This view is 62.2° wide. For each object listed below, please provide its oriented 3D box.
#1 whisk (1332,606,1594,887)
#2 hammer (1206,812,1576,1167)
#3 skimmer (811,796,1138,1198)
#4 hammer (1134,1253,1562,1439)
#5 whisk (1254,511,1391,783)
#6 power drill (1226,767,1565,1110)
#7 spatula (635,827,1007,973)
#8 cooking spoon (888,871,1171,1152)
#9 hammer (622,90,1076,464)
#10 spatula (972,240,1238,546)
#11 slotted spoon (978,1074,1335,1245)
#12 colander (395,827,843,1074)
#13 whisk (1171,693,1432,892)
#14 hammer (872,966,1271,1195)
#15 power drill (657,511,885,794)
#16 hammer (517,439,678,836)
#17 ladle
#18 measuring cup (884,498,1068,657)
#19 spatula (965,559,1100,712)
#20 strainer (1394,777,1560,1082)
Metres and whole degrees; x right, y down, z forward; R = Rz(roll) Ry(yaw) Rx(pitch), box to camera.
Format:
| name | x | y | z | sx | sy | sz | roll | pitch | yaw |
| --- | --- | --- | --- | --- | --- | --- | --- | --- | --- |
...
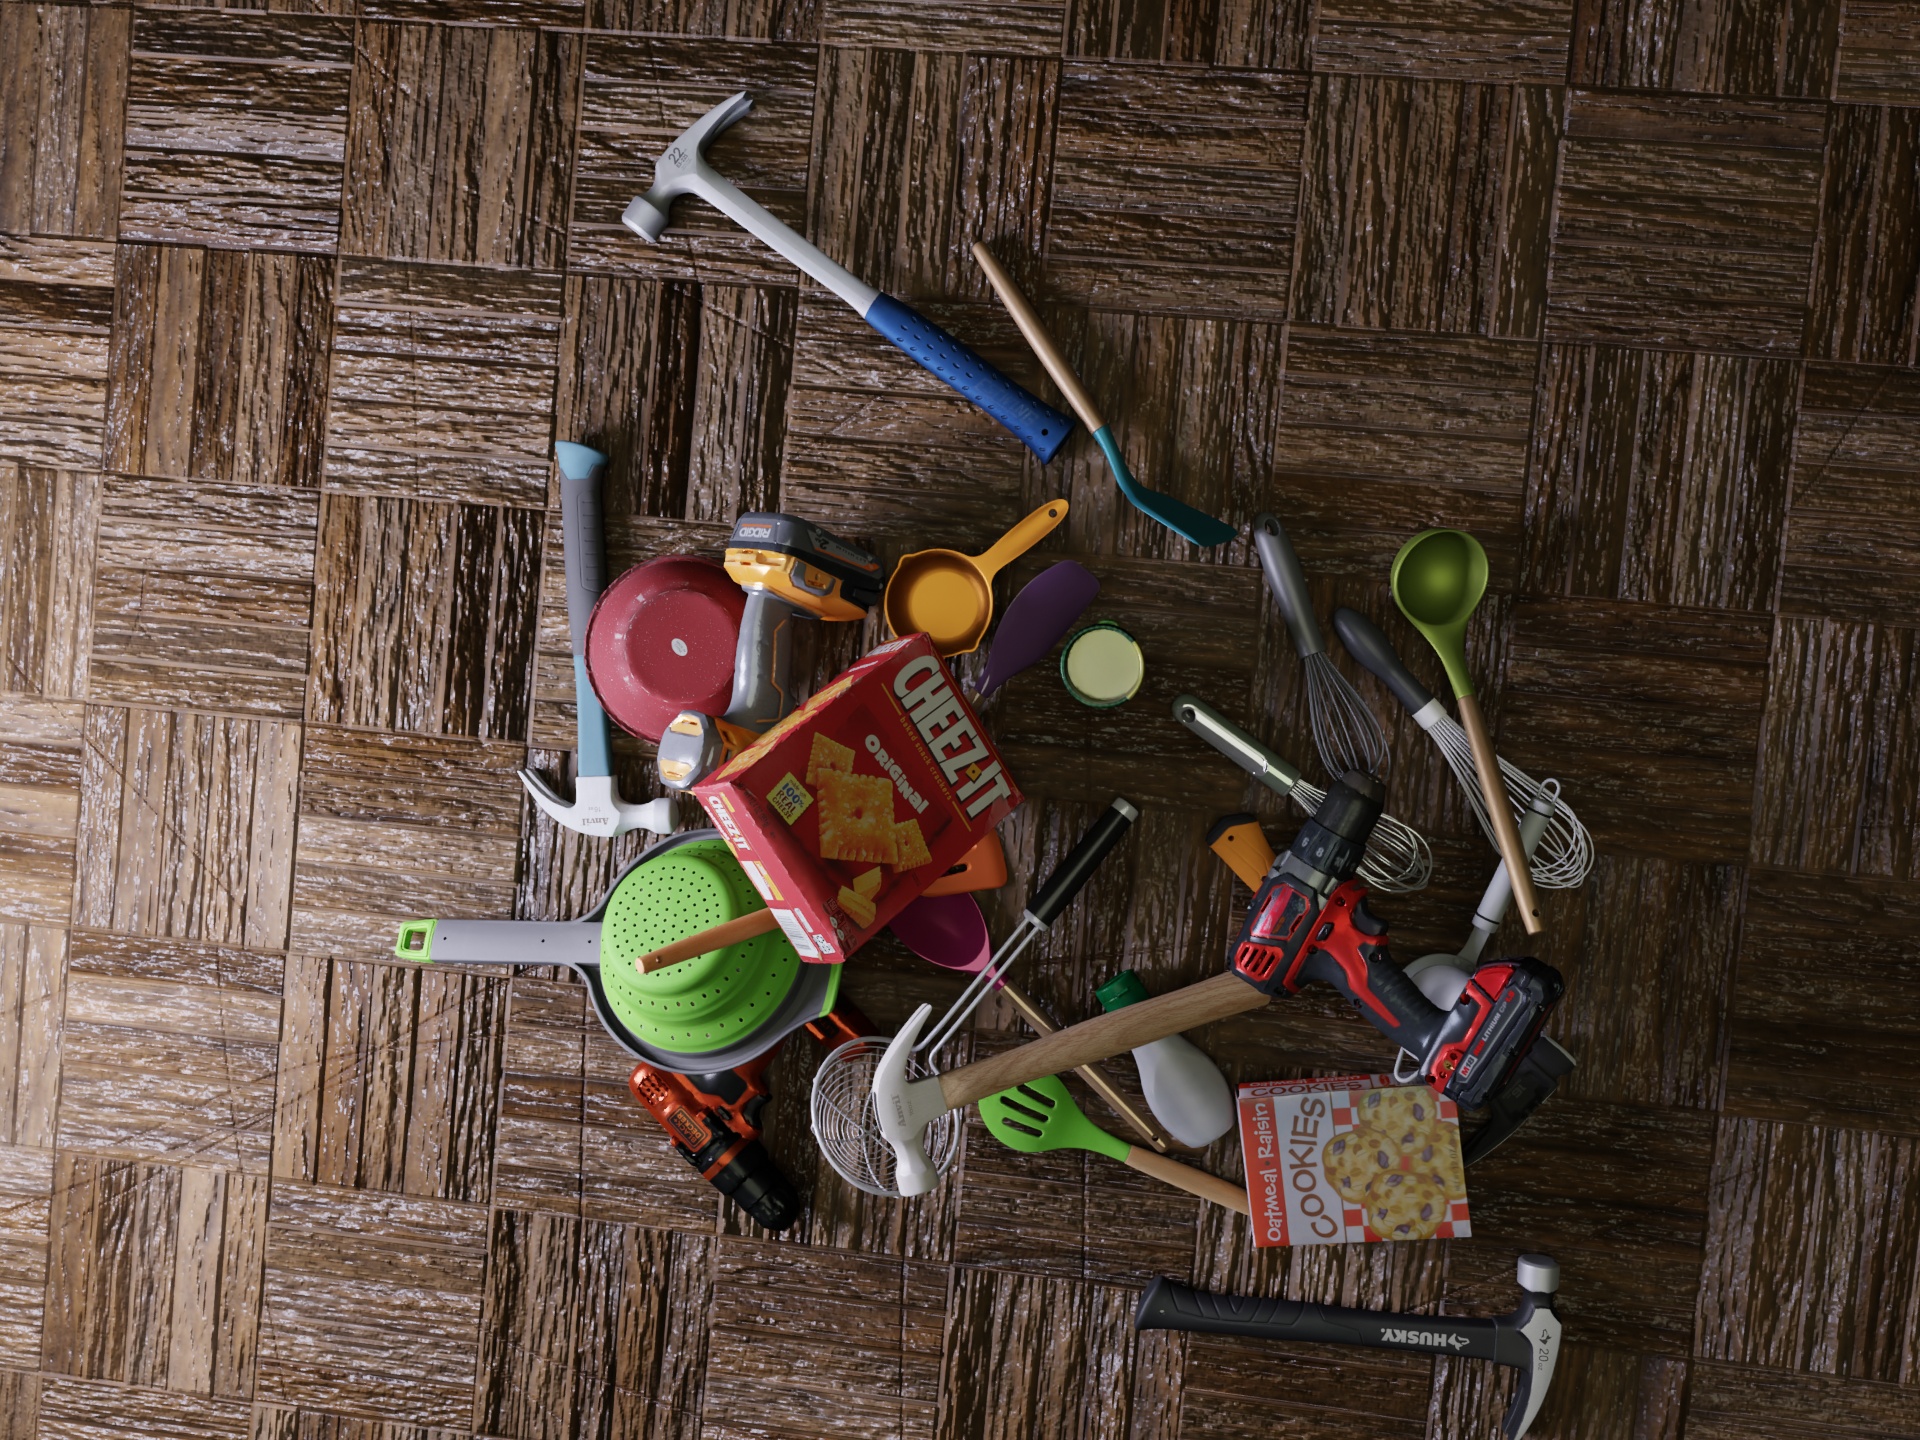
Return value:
| name | x | y | z | sx | sy | sz | roll | pitch | yaw |
| --- | --- | --- | --- | --- | --- | --- | --- | --- | --- |
| whisk | 0.391 | 0.020 | 1.254 | 0.070 | 0.070 | 0.285 | -41 | 83 | 5 |
| hammer | 0.325 | 0.204 | 1.276 | 0.337 | 0.034 | 0.127 | 43 | 94 | 3 |
| skimmer | 0.025 | 0.207 | 1.252 | 0.127 | 0.090 | 0.363 | 40 | 86 | -1 |
| hammer | 0.309 | 0.495 | 1.286 | 0.335 | 0.035 | 0.146 | 3 | 91 | 6 |
| whisk | 0.284 | -0.055 | 1.266 | 0.055 | 0.055 | 0.239 | -20 | 85 | 6 |
| power drill | 0.331 | 0.161 | 1.189 | 0.227 | 0.080 | 0.188 | 32 | 101 | 27 |
| spatula | -0.103 | 0.138 | 1.236 | 0.322 | 0.041 | 0.081 | -17 | 88 | -37 |
| cooking spoon | 0.054 | 0.235 | 1.303 | 0.319 | 0.017 | 0.069 | 45 | 87 | 7 |
| hammer | -0.076 | -0.349 | 1.295 | 0.405 | 0.035 | 0.144 | 37 | 95 | 3 |
| spatula | 0.107 | -0.261 | 1.275 | 0.044 | 0.082 | 0.317 | -37 | 83 | 33 |
| slotted spoon | 0.162 | 0.362 | 1.301 | 0.314 | 0.031 | 0.070 | 22 | 87 | 3 |
| colander | -0.294 | 0.172 | 1.279 | 0.397 | 0.094 | 0.205 | -1 | 68 | 14 |
| whisk | 0.271 | 0.056 | 1.271 | 0.246 | 0.059 | 0.057 | 36 | 122 | 7 |
| hammer | 0.090 | 0.250 | 1.233 | 0.331 | 0.031 | 0.130 | -16 | 88 | -16 |
| power drill | -0.131 | -0.031 | 1.264 | 0.084 | 0.185 | 0.226 | 9 | 80 | 43 |
| hammer | -0.308 | -0.068 | 1.329 | 0.128 | 0.033 | 0.331 | -3 | 91 | 4 |
| ladle | 0.395 | 0.003 | 1.205 | 0.078 | 0.062 | 0.320 | -8 | 71 | -7 |
| measuring cup | 0.018 | -0.120 | 1.287 | 0.173 | 0.052 | 0.095 | -38 | 88 | 4 |
| spatula | -0.002 | -0.004 | 1.303 | 0.059 | 0.018 | 0.316 | 35 | 99 | -33 |
| strainer | 0.401 | 0.163 | 1.217 | 0.087 | 0.050 | 0.258 | 30 | 102 | 38 |
